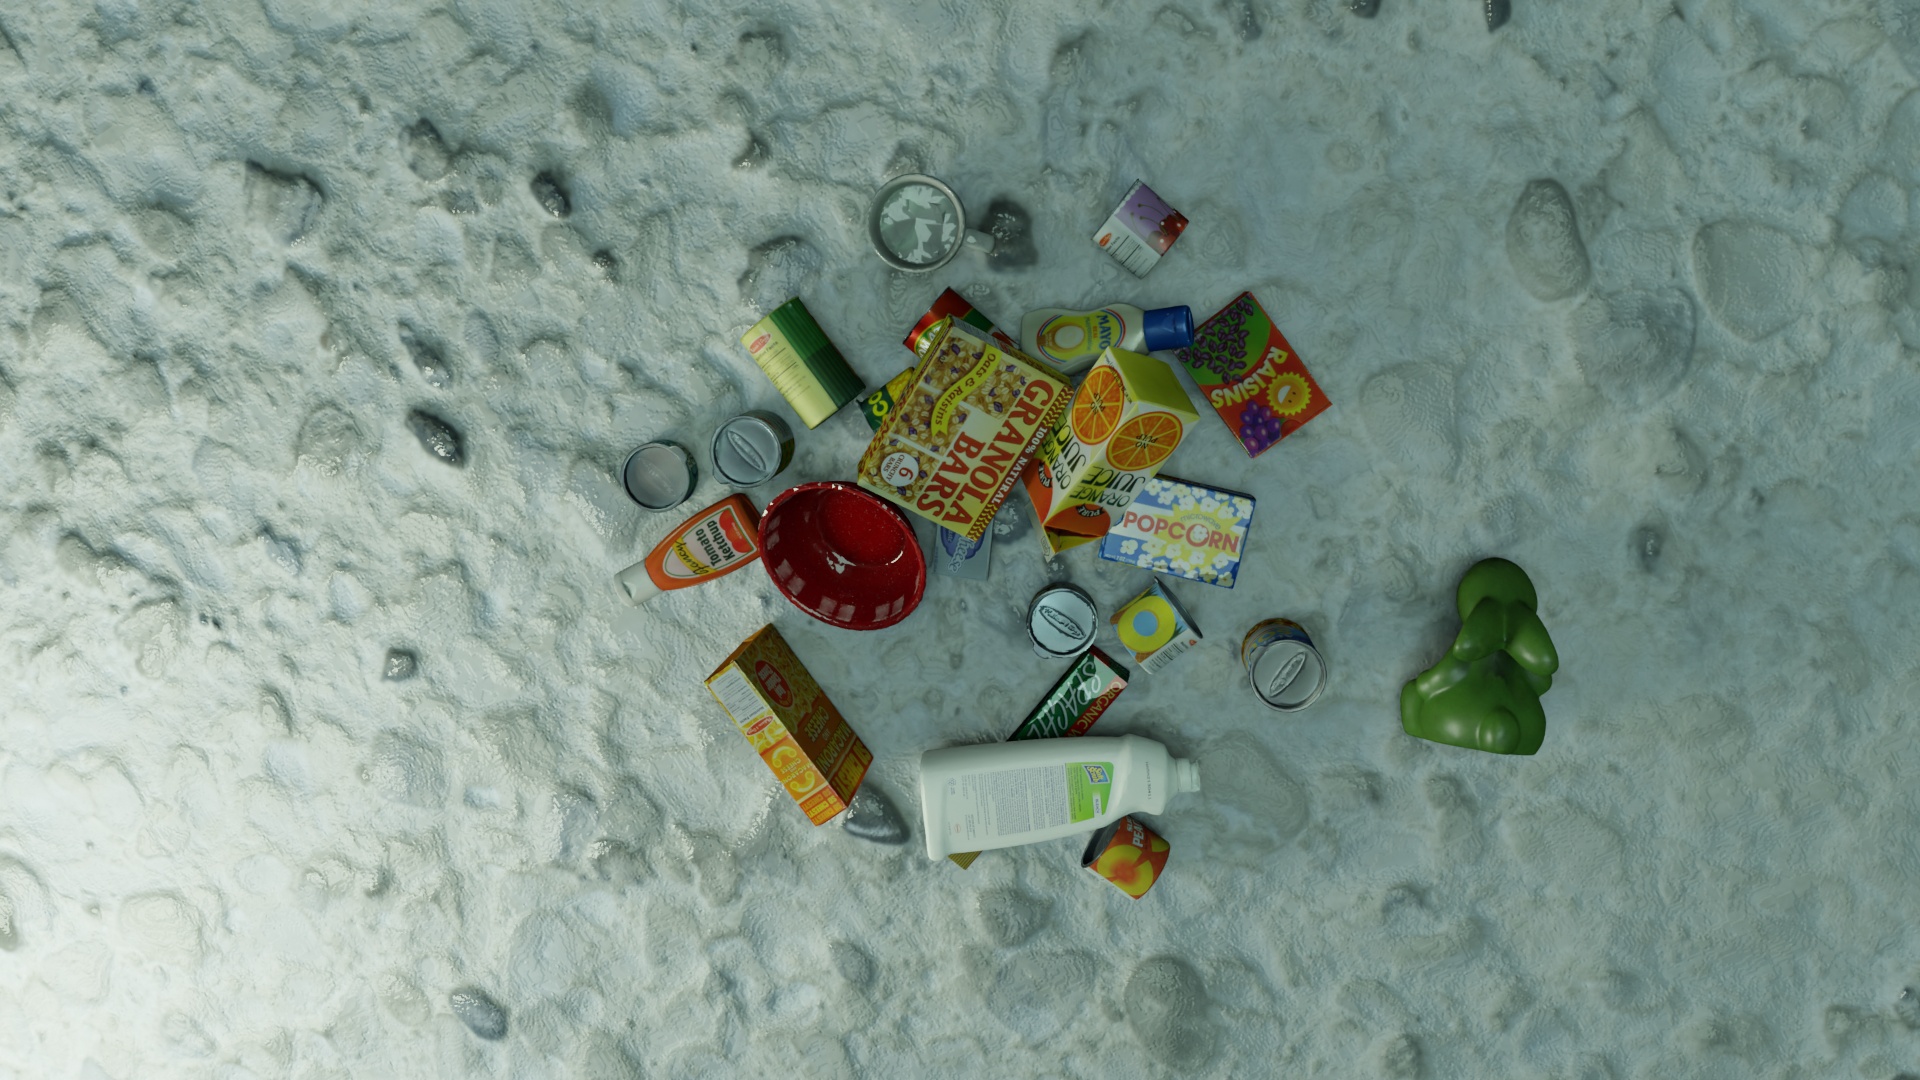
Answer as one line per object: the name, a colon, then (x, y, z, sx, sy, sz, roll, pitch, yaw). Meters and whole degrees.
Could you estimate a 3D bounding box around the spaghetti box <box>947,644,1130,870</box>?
spaghetti box: (0.063, 0.206, 1.316, 0.050, 0.029, 0.249, 39, 102, -3)

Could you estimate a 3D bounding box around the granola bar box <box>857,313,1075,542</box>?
granola bar box: (0.003, -0.096, 1.201, 0.124, 0.039, 0.165, 26, 112, -18)

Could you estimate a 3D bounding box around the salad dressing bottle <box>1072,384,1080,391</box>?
salad dressing bottle: (0.101, -0.117, 1.246, 0.147, 0.044, 0.064, -20, 105, 7)

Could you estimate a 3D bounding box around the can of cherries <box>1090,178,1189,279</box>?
can of cherries: (0.157, -0.271, 1.202, 0.058, 0.071, 0.071, 38, 102, -2)

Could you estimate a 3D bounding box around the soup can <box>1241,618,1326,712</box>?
soup can: (0.287, 0.109, 1.248, 0.071, 0.084, 0.071, 1, 100, 5)

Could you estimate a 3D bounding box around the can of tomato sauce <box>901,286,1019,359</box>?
can of tomato sauce: (0.000, -0.173, 1.232, 0.083, 0.071, 0.071, 40, 102, -3)

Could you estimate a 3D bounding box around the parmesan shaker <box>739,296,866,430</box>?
parmesan shaker: (-0.142, -0.158, 1.252, 0.071, 0.071, 0.103, -36, 96, 11)

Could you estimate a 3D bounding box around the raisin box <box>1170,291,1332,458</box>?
raisin box: (0.256, -0.146, 1.228, 0.086, 0.040, 0.123, -36, 96, 10)

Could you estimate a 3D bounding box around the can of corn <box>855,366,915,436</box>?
can of corn: (-0.050, -0.116, 1.248, 0.058, 0.071, 0.071, -35, 95, 10)

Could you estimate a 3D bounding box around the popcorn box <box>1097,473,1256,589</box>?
popcorn box: (0.196, -0.013, 1.259, 0.127, 0.038, 0.085, 13, 102, 3)

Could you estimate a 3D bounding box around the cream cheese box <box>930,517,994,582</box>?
cream cheese box: (0.005, -0.016, 1.283, 0.053, 0.024, 0.103, 6, 101, 4)

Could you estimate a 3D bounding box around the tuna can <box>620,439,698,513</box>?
tuna can: (-0.279, -0.062, 1.297, 0.071, 0.033, 0.071, 1, 101, 5)

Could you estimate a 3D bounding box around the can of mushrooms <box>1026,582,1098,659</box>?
can of mushrooms: (0.093, 0.075, 1.287, 0.071, 0.033, 0.071, 1, 101, 5)

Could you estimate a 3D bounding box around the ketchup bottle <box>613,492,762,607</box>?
ketchup bottle: (-0.254, 0.015, 1.304, 0.148, 0.043, 0.064, -27, 97, 10)

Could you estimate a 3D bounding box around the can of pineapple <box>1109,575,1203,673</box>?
can of pineapple: (0.177, 0.078, 1.263, 0.058, 0.071, 0.071, -38, 95, 11)

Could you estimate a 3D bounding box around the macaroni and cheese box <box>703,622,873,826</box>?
macaroni and cheese box: (-0.155, 0.167, 1.281, 0.040, 0.124, 0.166, -35, 96, 14)

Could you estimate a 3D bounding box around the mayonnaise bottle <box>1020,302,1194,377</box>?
mayonnaise bottle: (0.128, -0.178, 1.215, 0.148, 0.041, 0.065, -5, 82, 21)

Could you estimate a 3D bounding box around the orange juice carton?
orange juice carton: (0.115, -0.069, 1.208, 0.073, 0.072, 0.191, 10, 132, -34)

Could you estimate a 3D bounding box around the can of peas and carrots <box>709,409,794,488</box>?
can of peas and carrots: (-0.191, -0.083, 1.272, 0.071, 0.059, 0.070, 1, 101, 6)

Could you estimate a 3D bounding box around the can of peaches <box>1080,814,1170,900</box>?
can of peaches: (0.156, 0.293, 1.303, 0.058, 0.071, 0.071, 35, 102, -2)
